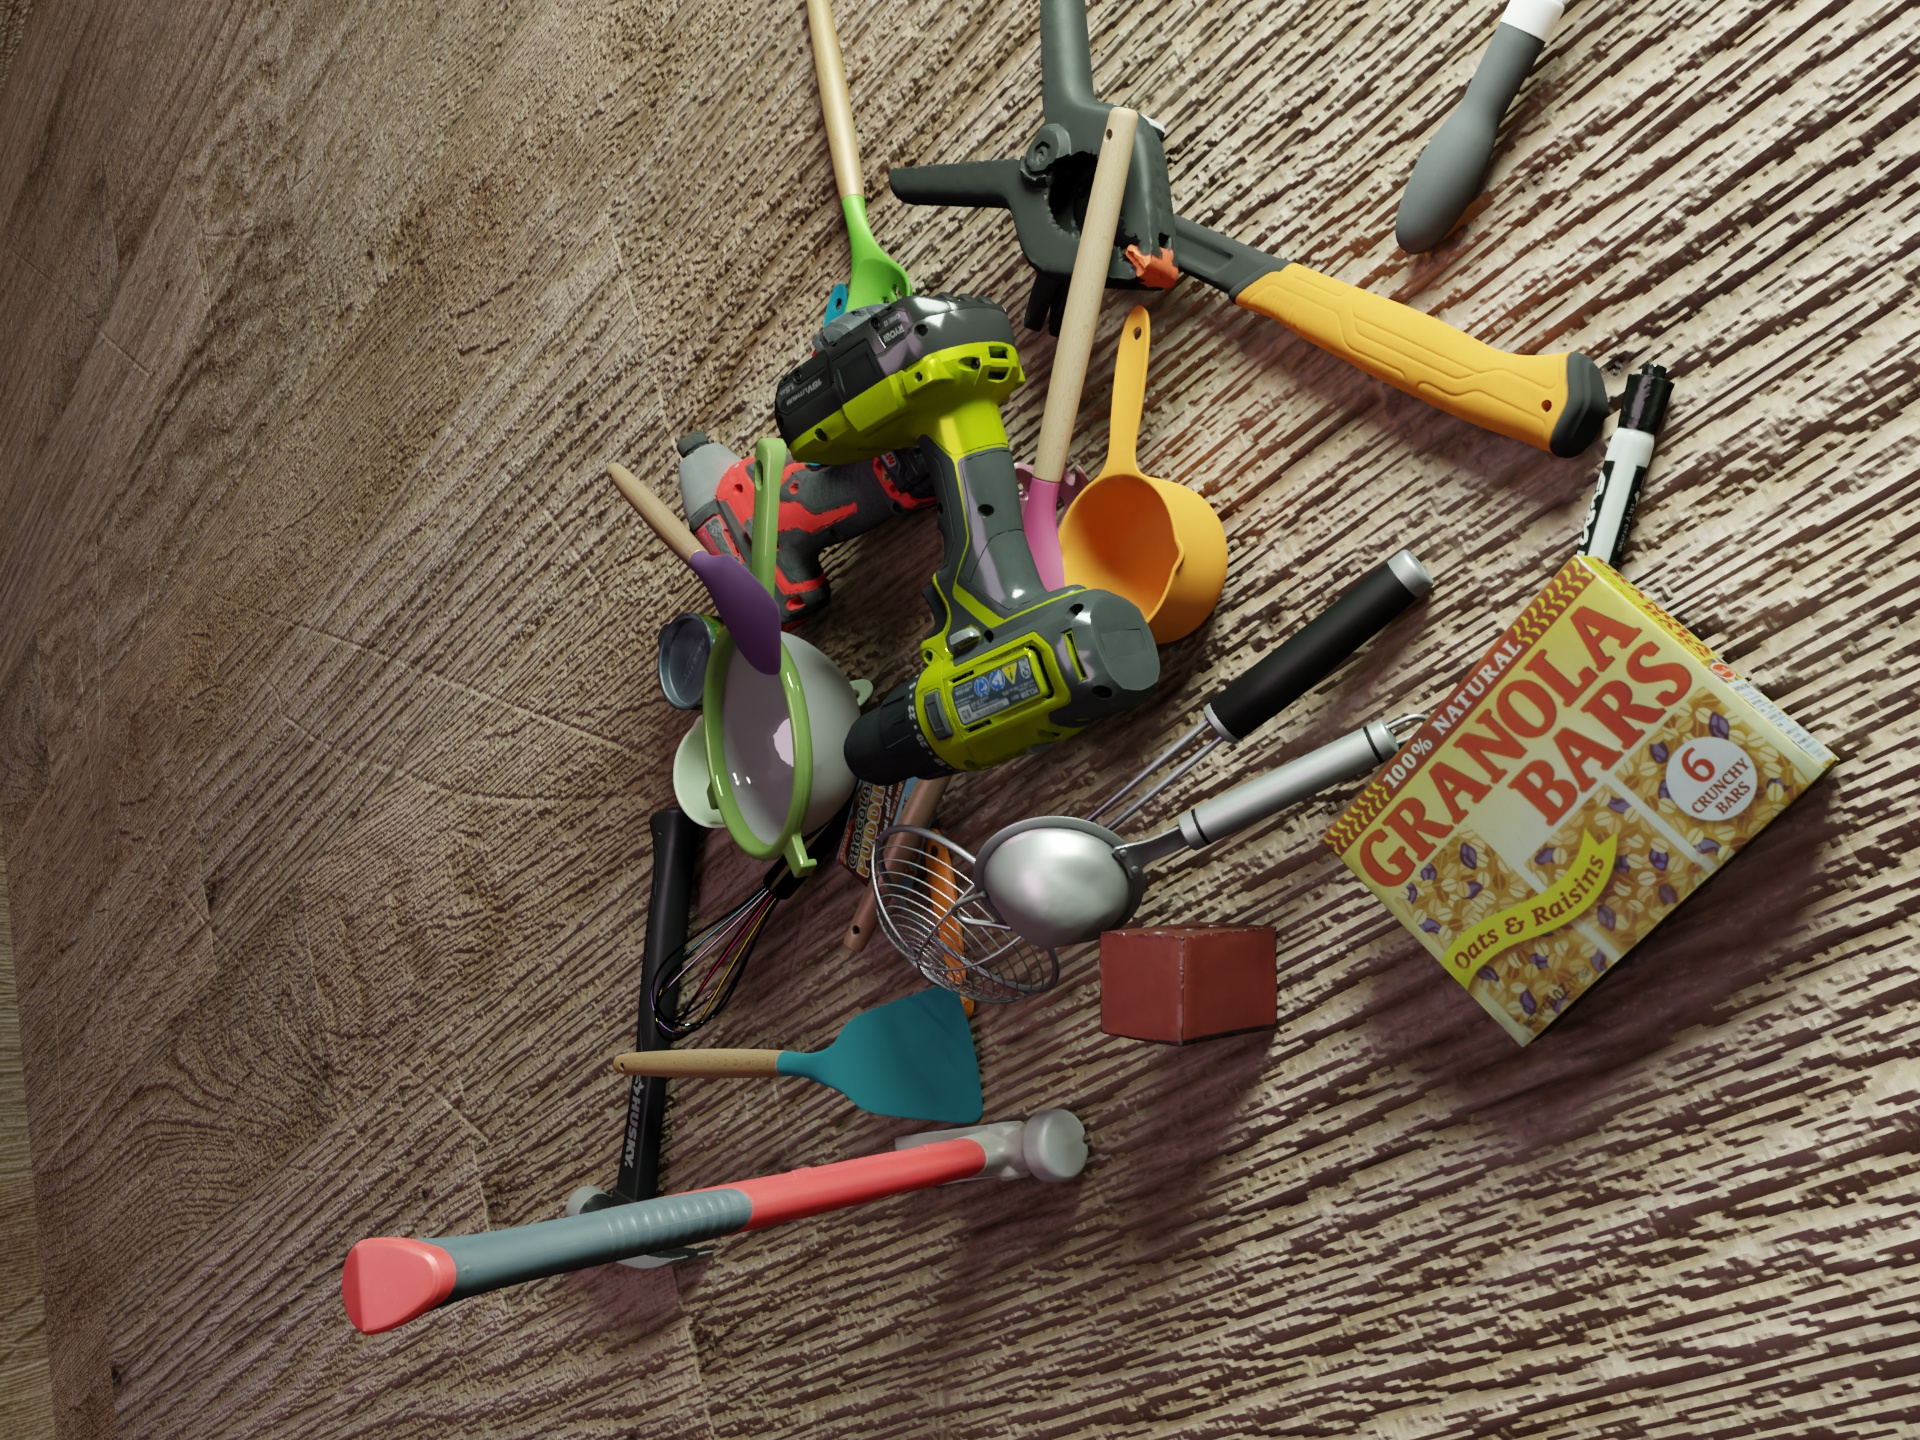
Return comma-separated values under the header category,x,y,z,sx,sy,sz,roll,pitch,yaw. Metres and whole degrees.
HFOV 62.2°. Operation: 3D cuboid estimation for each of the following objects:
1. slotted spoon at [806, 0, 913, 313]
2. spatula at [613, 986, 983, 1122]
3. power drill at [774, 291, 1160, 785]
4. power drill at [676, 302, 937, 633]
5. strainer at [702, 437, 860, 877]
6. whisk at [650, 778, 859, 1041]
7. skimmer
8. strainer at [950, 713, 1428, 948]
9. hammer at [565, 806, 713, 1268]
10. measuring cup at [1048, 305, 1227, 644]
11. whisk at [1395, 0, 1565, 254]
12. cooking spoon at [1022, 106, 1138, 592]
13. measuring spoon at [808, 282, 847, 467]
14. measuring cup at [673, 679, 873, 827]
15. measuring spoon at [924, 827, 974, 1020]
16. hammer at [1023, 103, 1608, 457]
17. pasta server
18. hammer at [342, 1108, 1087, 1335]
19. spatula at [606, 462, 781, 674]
category,x,y,z,sx,sy,sz,roll,pitch,yaw
slotted spoon,-0.072,-0.362,1.039,0.070,0.031,0.314,-26,67,41
spatula,-0.120,0.218,1.017,0.317,0.044,0.082,-11,91,43
power drill,-0.014,-0.084,0.826,0.190,0.080,0.228,-23,83,40
power drill,-0.092,-0.156,0.985,0.219,0.078,0.143,-32,87,42
strainer,-0.099,-0.042,0.970,0.152,0.069,0.256,26,116,56
whisk,-0.131,0.127,1.045,0.245,0.051,0.047,-49,16,22
skimmer,0.092,0.028,0.829,0.363,0.090,0.127,-41,96,23
strainer,0.105,0.056,0.767,0.258,0.086,0.050,-28,29,17
hammer,-0.216,0.226,1.138,0.146,0.035,0.335,10,94,46
measuring cup,0.100,-0.124,0.826,0.095,0.052,0.173,4,88,50
whisk,0.262,-0.334,0.679,0.070,0.070,0.284,46,124,37
cooking spoon,0.049,-0.150,0.825,0.069,0.017,0.318,33,117,50
measuring spoon,-0.080,-0.226,1.048,0.042,0.021,0.129,-6,74,44
measuring cup,-0.117,0.016,1.059,0.167,0.038,0.083,-28,71,23
measuring spoon,-0.010,0.121,0.950,0.021,0.011,0.117,-23,71,42
hammer,0.163,-0.199,0.781,0.337,0.034,0.127,39,114,40
pasta server,-0.001,-0.003,0.912,0.060,0.040,0.316,32,104,26
hammer,-0.115,0.239,0.781,0.143,0.386,0.038,-22,73,43
spatula,-0.173,-0.107,1.005,0.316,0.018,0.059,44,138,51
